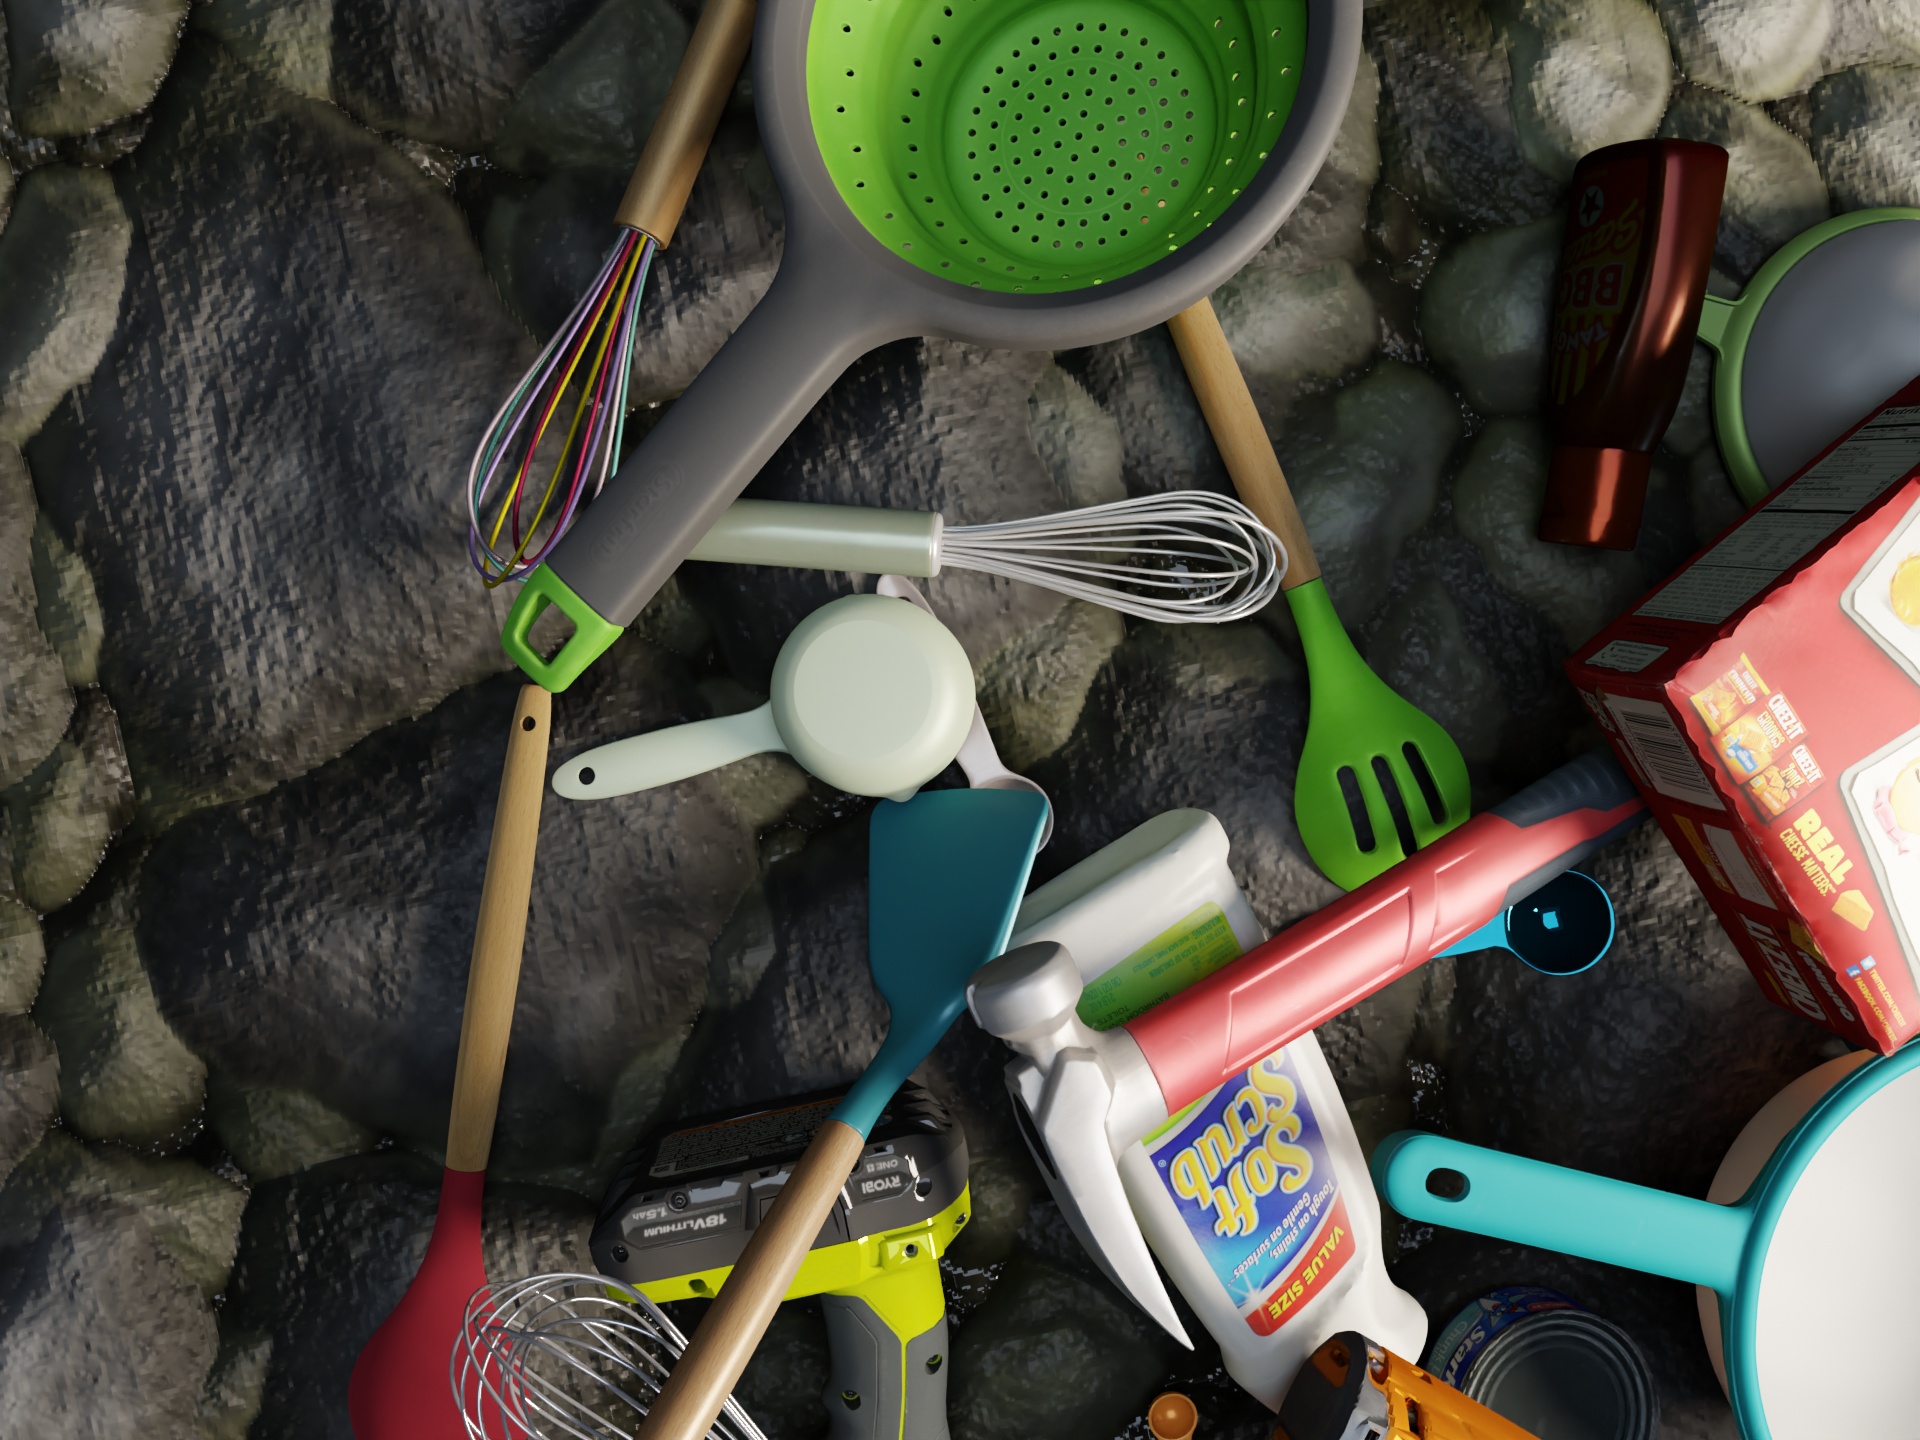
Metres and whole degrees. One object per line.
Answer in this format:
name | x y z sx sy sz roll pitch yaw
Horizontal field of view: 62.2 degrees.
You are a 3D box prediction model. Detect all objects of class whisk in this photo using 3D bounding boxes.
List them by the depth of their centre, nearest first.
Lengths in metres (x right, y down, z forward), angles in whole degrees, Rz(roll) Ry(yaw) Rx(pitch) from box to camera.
whisk | -0.050 0.273 0.524 0.284 0.070 0.070 42 88 -15
whisk | -0.126 -0.161 0.594 0.051 0.047 0.245 22 86 -2
whisk | -0.001 -0.065 0.597 0.246 0.059 0.058 4 57 3

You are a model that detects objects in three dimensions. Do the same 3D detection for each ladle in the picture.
ladle | -0.182 0.143 0.602 0.069 0.031 0.315 8 88 -3

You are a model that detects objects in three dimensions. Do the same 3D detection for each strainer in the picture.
strainer | 0.298 0.192 0.590 0.340 0.095 0.211 15 89 -7
strainer | 0.395 -0.081 0.611 0.151 0.069 0.256 -21 90 -3

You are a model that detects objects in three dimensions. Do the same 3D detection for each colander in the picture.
colander | -0.017 -0.164 0.575 0.204 0.094 0.397 43 97 10

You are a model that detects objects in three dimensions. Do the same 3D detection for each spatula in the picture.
spatula | -0.056 0.147 0.511 0.044 0.082 0.318 61 43 -31

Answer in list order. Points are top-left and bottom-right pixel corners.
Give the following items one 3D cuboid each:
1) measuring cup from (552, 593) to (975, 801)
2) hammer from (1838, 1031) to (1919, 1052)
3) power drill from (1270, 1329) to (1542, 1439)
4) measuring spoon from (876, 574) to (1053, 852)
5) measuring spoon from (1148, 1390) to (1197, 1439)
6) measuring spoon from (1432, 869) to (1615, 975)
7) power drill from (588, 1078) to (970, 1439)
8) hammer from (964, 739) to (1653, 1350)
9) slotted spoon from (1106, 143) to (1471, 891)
measuring cup | -0.077 0.002 0.595 0.167 0.038 0.083 -15 85 1
hammer | 0.511 0.120 0.639 0.331 0.033 0.128 3 91 -3
power drill | 0.148 0.347 0.533 0.164 0.084 0.226 30 82 2
measuring spoon | -0.001 -0.002 0.619 0.034 0.018 0.124 -27 85 3
measuring spoon | 0.089 0.320 0.629 0.021 0.011 0.117 -8 95 -4
measuring spoon | 0.191 0.083 0.631 0.128 0.021 0.042 -6 92 6
power drill | -0.055 0.260 0.586 0.171 0.080 0.223 -11 94 -4
hammer | 0.195 0.067 0.577 0.386 0.038 0.143 -27 99 -16
slotted spoon | 0.121 -0.076 0.617 0.070 0.031 0.314 -22 90 0
